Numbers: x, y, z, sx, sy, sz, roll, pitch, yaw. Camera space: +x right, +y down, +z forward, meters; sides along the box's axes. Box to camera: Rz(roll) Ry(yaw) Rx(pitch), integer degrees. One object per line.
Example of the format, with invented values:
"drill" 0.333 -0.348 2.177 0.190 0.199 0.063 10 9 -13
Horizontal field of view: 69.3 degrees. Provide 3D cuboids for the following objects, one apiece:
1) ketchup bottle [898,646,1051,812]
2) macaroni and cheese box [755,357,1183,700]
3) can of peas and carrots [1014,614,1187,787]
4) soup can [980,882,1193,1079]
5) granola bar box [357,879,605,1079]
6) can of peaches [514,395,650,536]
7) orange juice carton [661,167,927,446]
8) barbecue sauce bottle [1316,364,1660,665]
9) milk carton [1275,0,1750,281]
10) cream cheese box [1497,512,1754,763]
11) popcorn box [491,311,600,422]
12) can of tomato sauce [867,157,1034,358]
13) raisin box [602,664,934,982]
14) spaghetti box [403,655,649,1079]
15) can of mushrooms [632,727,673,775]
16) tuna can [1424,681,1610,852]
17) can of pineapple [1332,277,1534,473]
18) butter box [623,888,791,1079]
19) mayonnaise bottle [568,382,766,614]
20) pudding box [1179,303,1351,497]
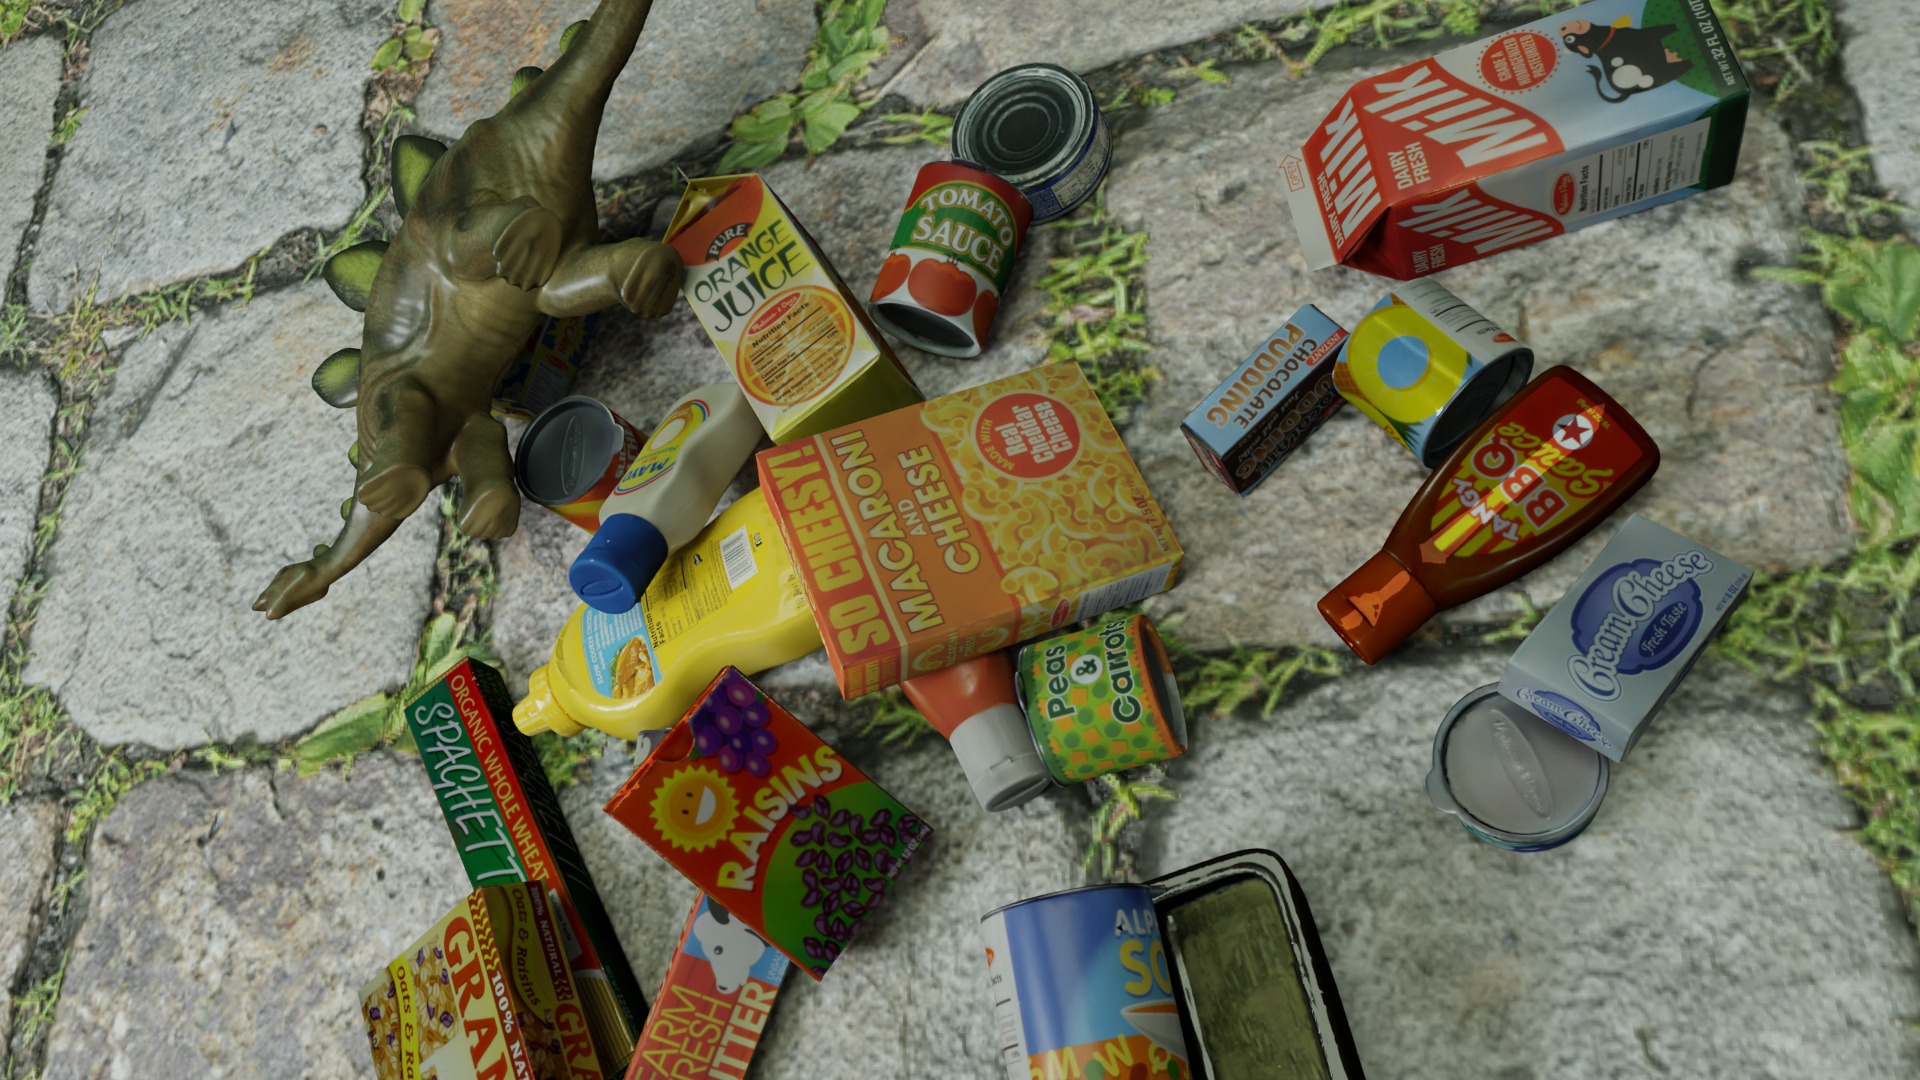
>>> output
"ketchup bottle" -0.004 0.057 0.670 0.065 0.043 0.149 -28 62 2
"macaroni and cheese box" 0.002 -0.008 0.658 0.167 0.040 0.124 -18 61 -13
"can of peas and carrots" 0.063 0.070 0.622 0.058 0.071 0.071 -18 65 15
"soup can" 0.049 0.174 0.508 0.071 0.071 0.084 -18 65 15
"granola bar box" -0.220 0.263 0.655 0.123 0.039 0.166 -40 62 28
"can of peaches" -0.204 -0.040 0.782 0.071 0.058 0.071 -8 67 19
"orange juice carton" -0.101 -0.130 0.766 0.073 0.071 0.193 -37 61 6
"barbecue sauce bottle" 0.223 -0.006 0.602 0.148 0.043 0.065 -41 67 4
"milk carton" 0.247 -0.182 0.644 0.190 0.073 0.072 -16 65 16
"cream cheese box" 0.267 0.037 0.557 0.053 0.024 0.104 33 60 31
"popcorn box" -0.295 -0.124 0.863 0.127 0.038 0.085 11 75 25
"can of tomato sauce" -0.005 -0.148 0.736 0.071 0.071 0.083 14 77 26
"raisin box" -0.088 0.128 0.637 0.123 0.040 0.086 40 77 -5
"spaghetti box" -0.227 0.171 0.726 0.050 0.028 0.251 -37 61 5
"can of mushrooms" -0.129 0.114 0.684 0.071 0.071 0.033 -2 72 22
"tuna can" 0.226 0.094 0.568 0.071 0.032 0.071 -8 67 19
"can of pineapple" 0.209 -0.074 0.622 0.071 0.071 0.058 -43 60 2
"butter box" -0.115 0.215 0.651 0.053 0.024 0.103 23 78 -9
"mayonnaise bottle" -0.154 -0.024 0.726 0.064 0.041 0.149 -15 33 30
"pudding box" 0.147 -0.065 0.652 0.083 0.049 0.030 -43 59 1
